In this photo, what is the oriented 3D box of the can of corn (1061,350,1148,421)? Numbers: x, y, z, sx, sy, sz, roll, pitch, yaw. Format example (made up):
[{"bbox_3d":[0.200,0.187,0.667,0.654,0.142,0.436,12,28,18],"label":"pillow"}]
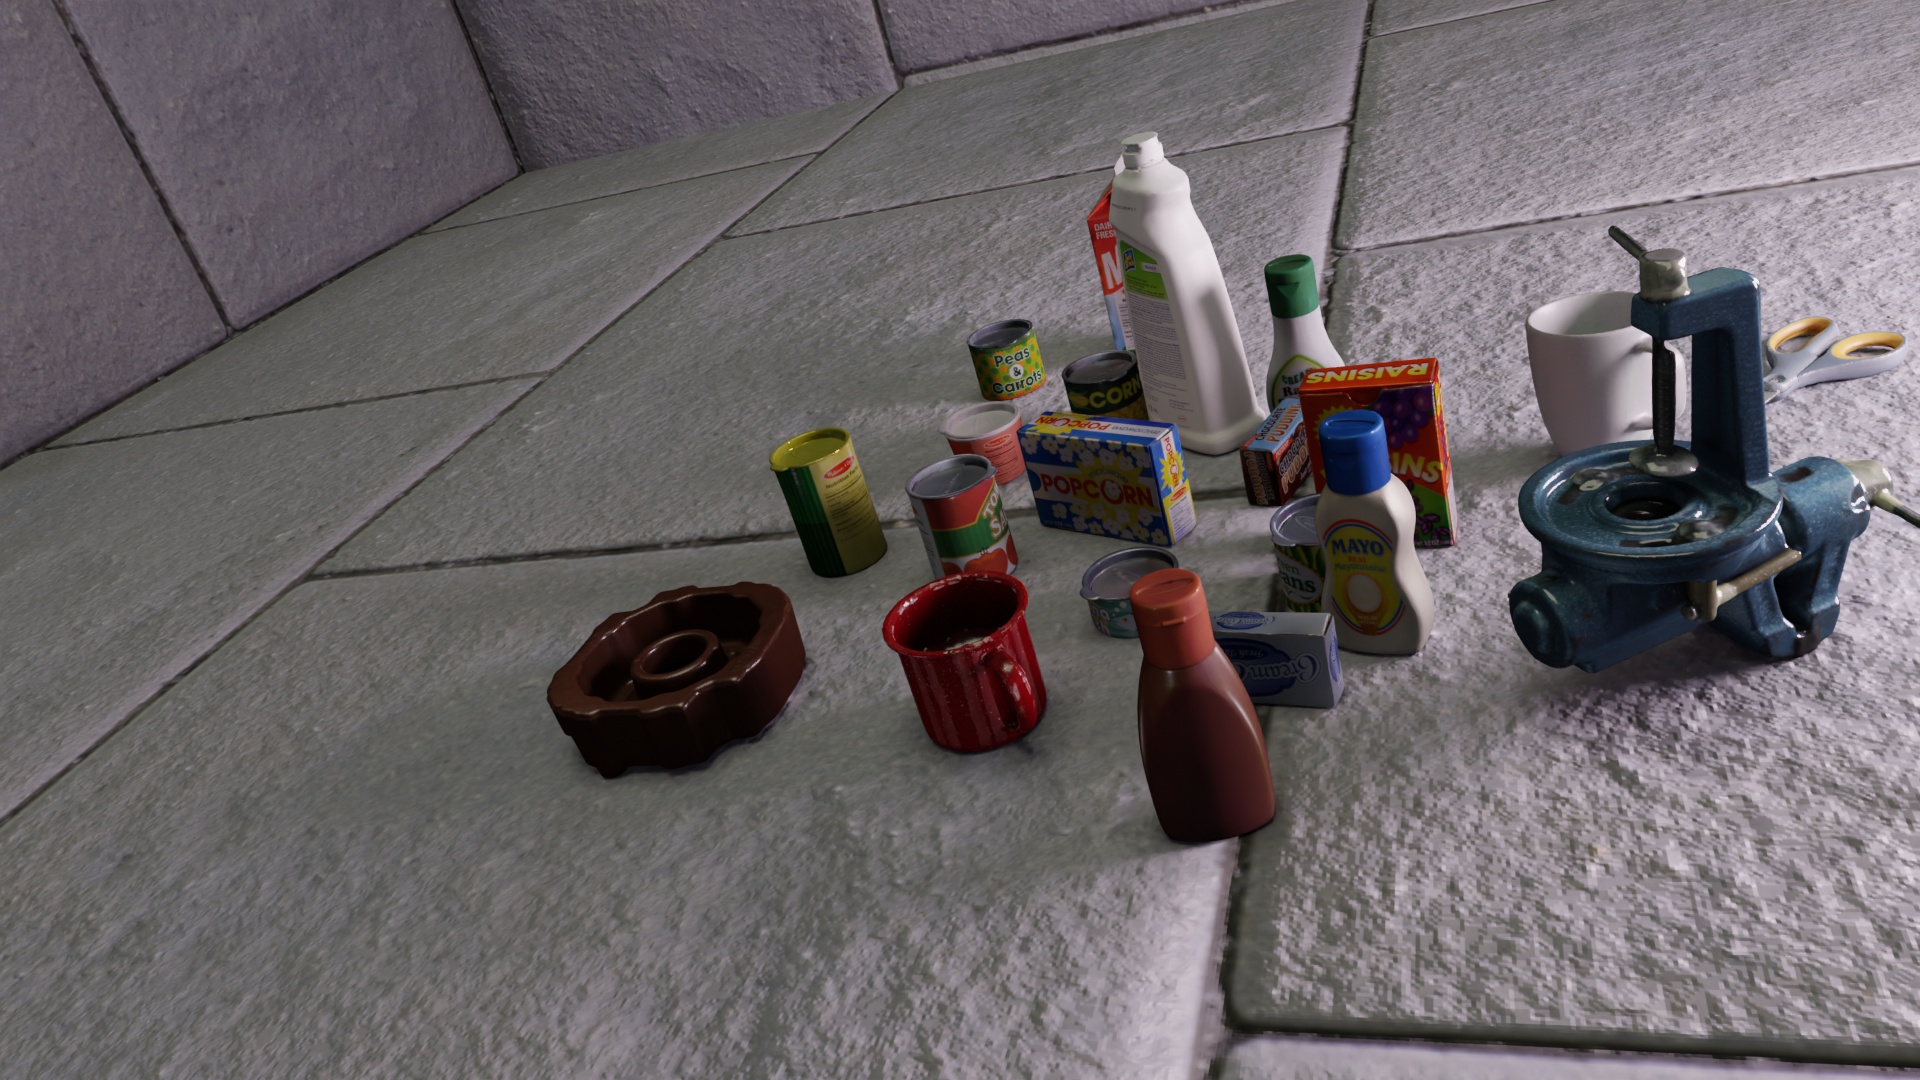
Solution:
[{"bbox_3d":[0.127,-0.124,1.204,0.071,0.058,0.071,-13,27,7],"label":"can of corn"}]

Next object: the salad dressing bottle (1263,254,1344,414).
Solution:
[{"bbox_3d":[0.262,-0.145,1.068,0.064,0.147,0.044,-5,29,22],"label":"salad dressing bottle"}]

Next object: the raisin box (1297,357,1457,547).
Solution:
[{"bbox_3d":[0.277,-0.055,0.917,0.086,0.123,0.040,-2,30,27],"label":"raisin box"}]

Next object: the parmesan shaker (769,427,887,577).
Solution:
[{"bbox_3d":[-0.107,-0.029,1.108,0.071,0.102,0.071,-13,27,7],"label":"parmesan shaker"}]

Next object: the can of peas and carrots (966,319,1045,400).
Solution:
[{"bbox_3d":[0.046,-0.174,1.343,0.071,0.058,0.071,-13,27,7],"label":"can of peas and carrots"}]

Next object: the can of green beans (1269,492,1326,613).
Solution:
[{"bbox_3d":[0.236,0.009,0.892,0.071,0.057,0.071,-13,27,7],"label":"can of green beans"}]

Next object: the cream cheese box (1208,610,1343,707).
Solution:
[{"bbox_3d":[0.170,0.069,0.821,0.104,0.053,0.024,-1,31,29],"label":"cream cheese box"}]

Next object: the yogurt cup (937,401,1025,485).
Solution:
[{"bbox_3d":[0.024,-0.081,1.185,0.072,0.053,0.073,-13,27,7],"label":"yogurt cup"}]

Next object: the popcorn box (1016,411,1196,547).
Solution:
[{"bbox_3d":[0.109,-0.048,1.041,0.126,0.085,0.038,11,38,42],"label":"popcorn box"}]

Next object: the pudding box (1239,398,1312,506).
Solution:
[{"bbox_3d":[0.242,-0.067,1.041,0.030,0.049,0.084,6,35,38],"label":"pudding box"}]

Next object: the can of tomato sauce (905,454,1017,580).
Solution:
[{"bbox_3d":[0.004,-0.013,1.038,0.071,0.082,0.071,-13,27,7],"label":"can of tomato sauce"}]

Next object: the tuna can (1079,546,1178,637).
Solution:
[{"bbox_3d":[0.116,0.036,0.938,0.071,0.032,0.071,-13,27,7],"label":"tuna can"}]

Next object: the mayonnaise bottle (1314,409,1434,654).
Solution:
[{"bbox_3d":[0.238,-0.003,0.816,0.065,0.147,0.041,3,33,34],"label":"mayonnaise bottle"}]

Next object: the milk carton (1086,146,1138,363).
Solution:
[{"bbox_3d":[0.170,-0.268,1.305,0.073,0.189,0.073,-6,29,21],"label":"milk carton"}]

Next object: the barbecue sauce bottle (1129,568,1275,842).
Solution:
[{"bbox_3d":[0.120,0.086,0.715,0.065,0.148,0.044,-13,27,7],"label":"barbecue sauce bottle"}]
